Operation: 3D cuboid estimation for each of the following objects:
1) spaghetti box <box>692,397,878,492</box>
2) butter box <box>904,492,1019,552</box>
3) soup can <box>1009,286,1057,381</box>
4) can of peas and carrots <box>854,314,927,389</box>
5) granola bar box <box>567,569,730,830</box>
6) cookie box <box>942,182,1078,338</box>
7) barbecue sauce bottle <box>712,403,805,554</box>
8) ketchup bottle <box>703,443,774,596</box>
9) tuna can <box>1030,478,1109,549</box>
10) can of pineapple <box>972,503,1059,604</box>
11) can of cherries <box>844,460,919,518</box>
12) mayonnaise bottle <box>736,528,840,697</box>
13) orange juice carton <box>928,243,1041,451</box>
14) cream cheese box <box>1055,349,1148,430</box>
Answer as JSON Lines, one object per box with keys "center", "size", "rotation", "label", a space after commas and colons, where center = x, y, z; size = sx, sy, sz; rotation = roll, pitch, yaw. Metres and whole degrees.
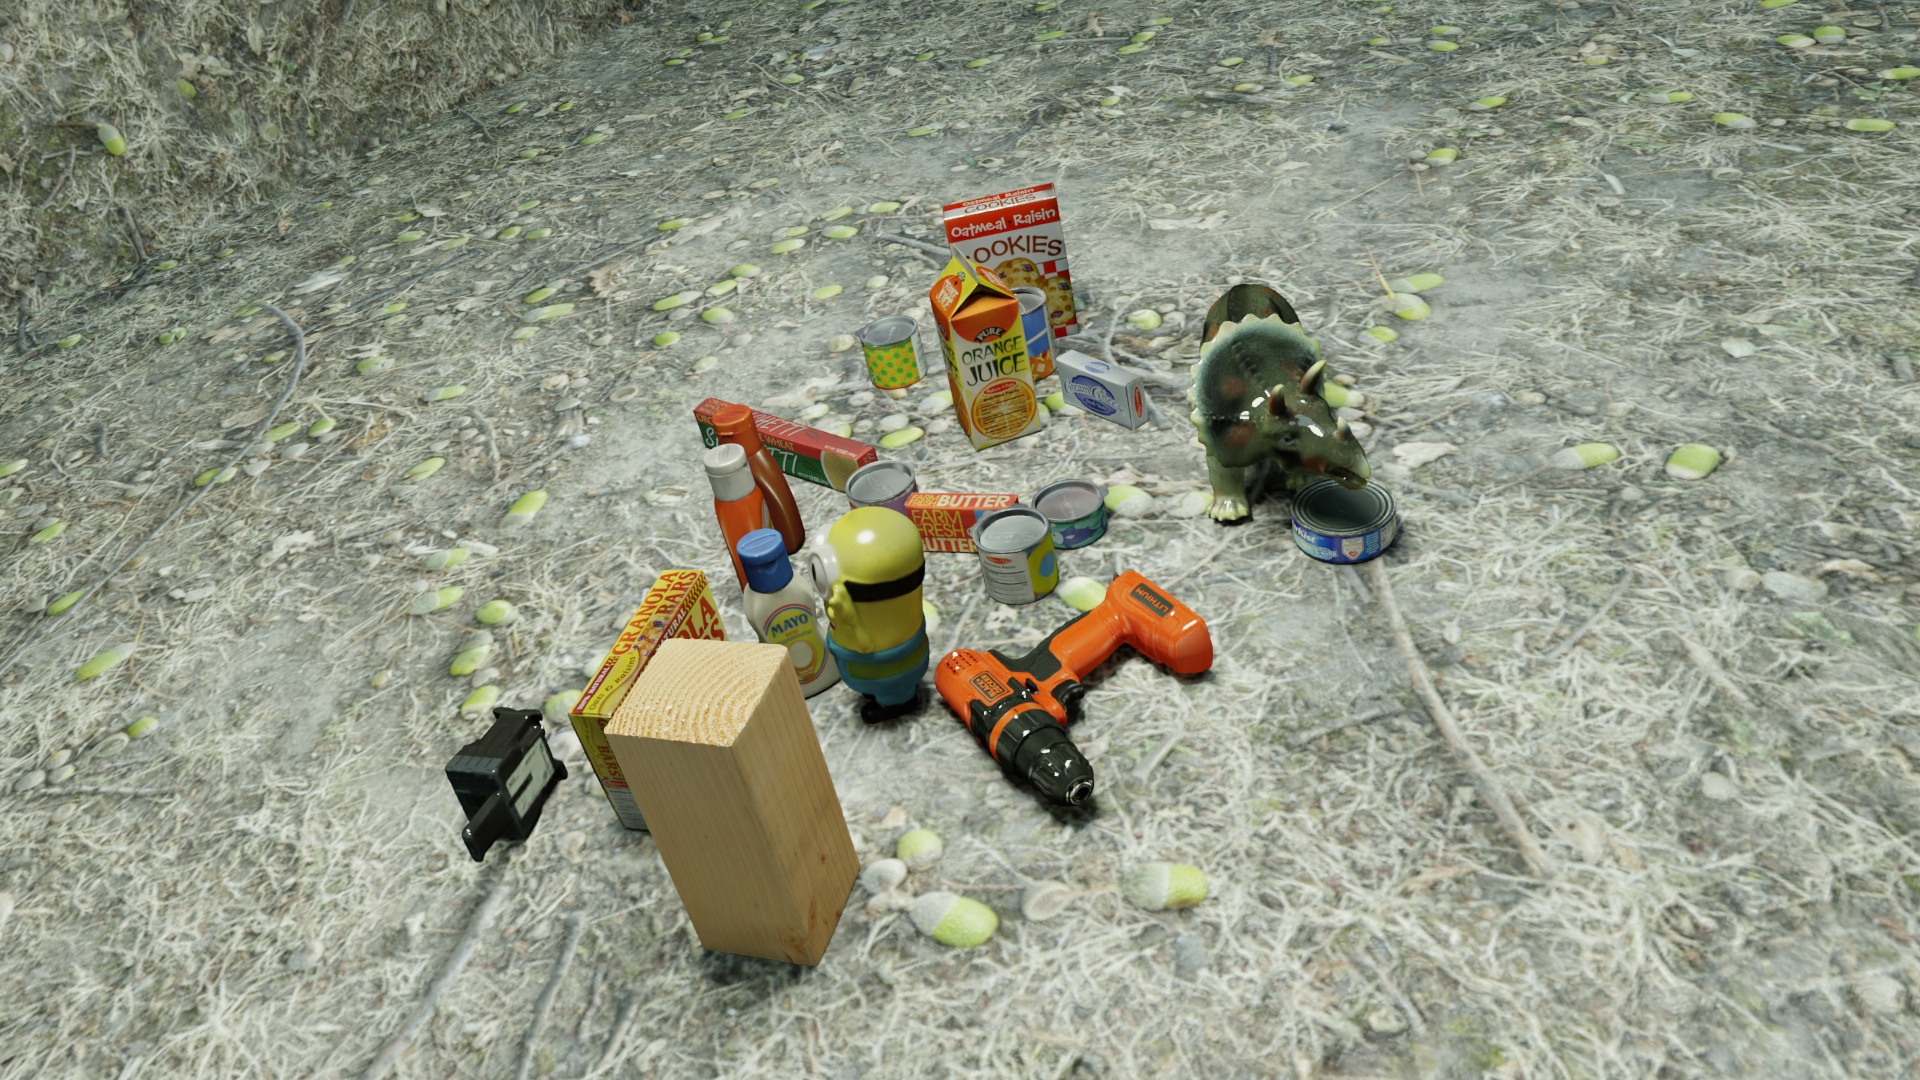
{"center": [-0.180, -0.097, 1.422], "size": [0.250, 0.050, 0.029], "rotation": [19, 46, 37], "label": "spaghetti box"}
{"center": [0.004, -0.016, 1.247], "size": [0.103, 0.053, 0.024], "rotation": [2, 38, 20], "label": "butter box"}
{"center": [0.063, -0.219, 1.483], "size": [0.071, 0.083, 0.072], "rotation": [-9, 35, 6], "label": "soup can"}
{"center": [-0.076, -0.208, 1.535], "size": [0.071, 0.058, 0.071], "rotation": [-9, 35, 6], "label": "can of peas and carrots"}
{"center": [-0.230, 0.121, 1.072], "size": [0.039, 0.123, 0.166], "rotation": [0, 37, 18], "label": "granola bar box"}
{"center": [0.056, -0.296, 1.520], "size": [0.123, 0.166, 0.040], "rotation": [-11, 35, 3], "label": "cookie box"}
{"center": [-0.191, -0.054, 1.281], "size": [0.065, 0.147, 0.044], "rotation": [-1, 37, 18], "label": "barbecue sauce bottle"}
{"center": [-0.189, -0.014, 1.225], "size": [0.043, 0.148, 0.065], "rotation": [-10, 35, 5], "label": "ketchup bottle"}
{"center": [0.101, -0.025, 1.246], "size": [0.071, 0.032, 0.071], "rotation": [-9, 35, 6], "label": "tuna can"}
{"center": [0.049, 0.012, 1.190], "size": [0.071, 0.057, 0.071], "rotation": [-9, 35, 6], "label": "can of pineapple"}
{"center": [-0.066, -0.033, 1.290], "size": [0.071, 0.058, 0.072], "rotation": [-9, 35, 6], "label": "can of cherries"}
{"center": [-0.141, 0.060, 1.108], "size": [0.065, 0.147, 0.041], "rotation": [-23, 36, -13], "label": "mayonnaise bottle"}
{"center": [0.021, -0.193, 1.367], "size": [0.073, 0.191, 0.072], "rotation": [-19, 35, -7], "label": "orange juice carton"}
{"center": [0.141, -0.152, 1.391], "size": [0.024, 0.053, 0.104], "rotation": [-33, 40, -26], "label": "cream cheese box"}
